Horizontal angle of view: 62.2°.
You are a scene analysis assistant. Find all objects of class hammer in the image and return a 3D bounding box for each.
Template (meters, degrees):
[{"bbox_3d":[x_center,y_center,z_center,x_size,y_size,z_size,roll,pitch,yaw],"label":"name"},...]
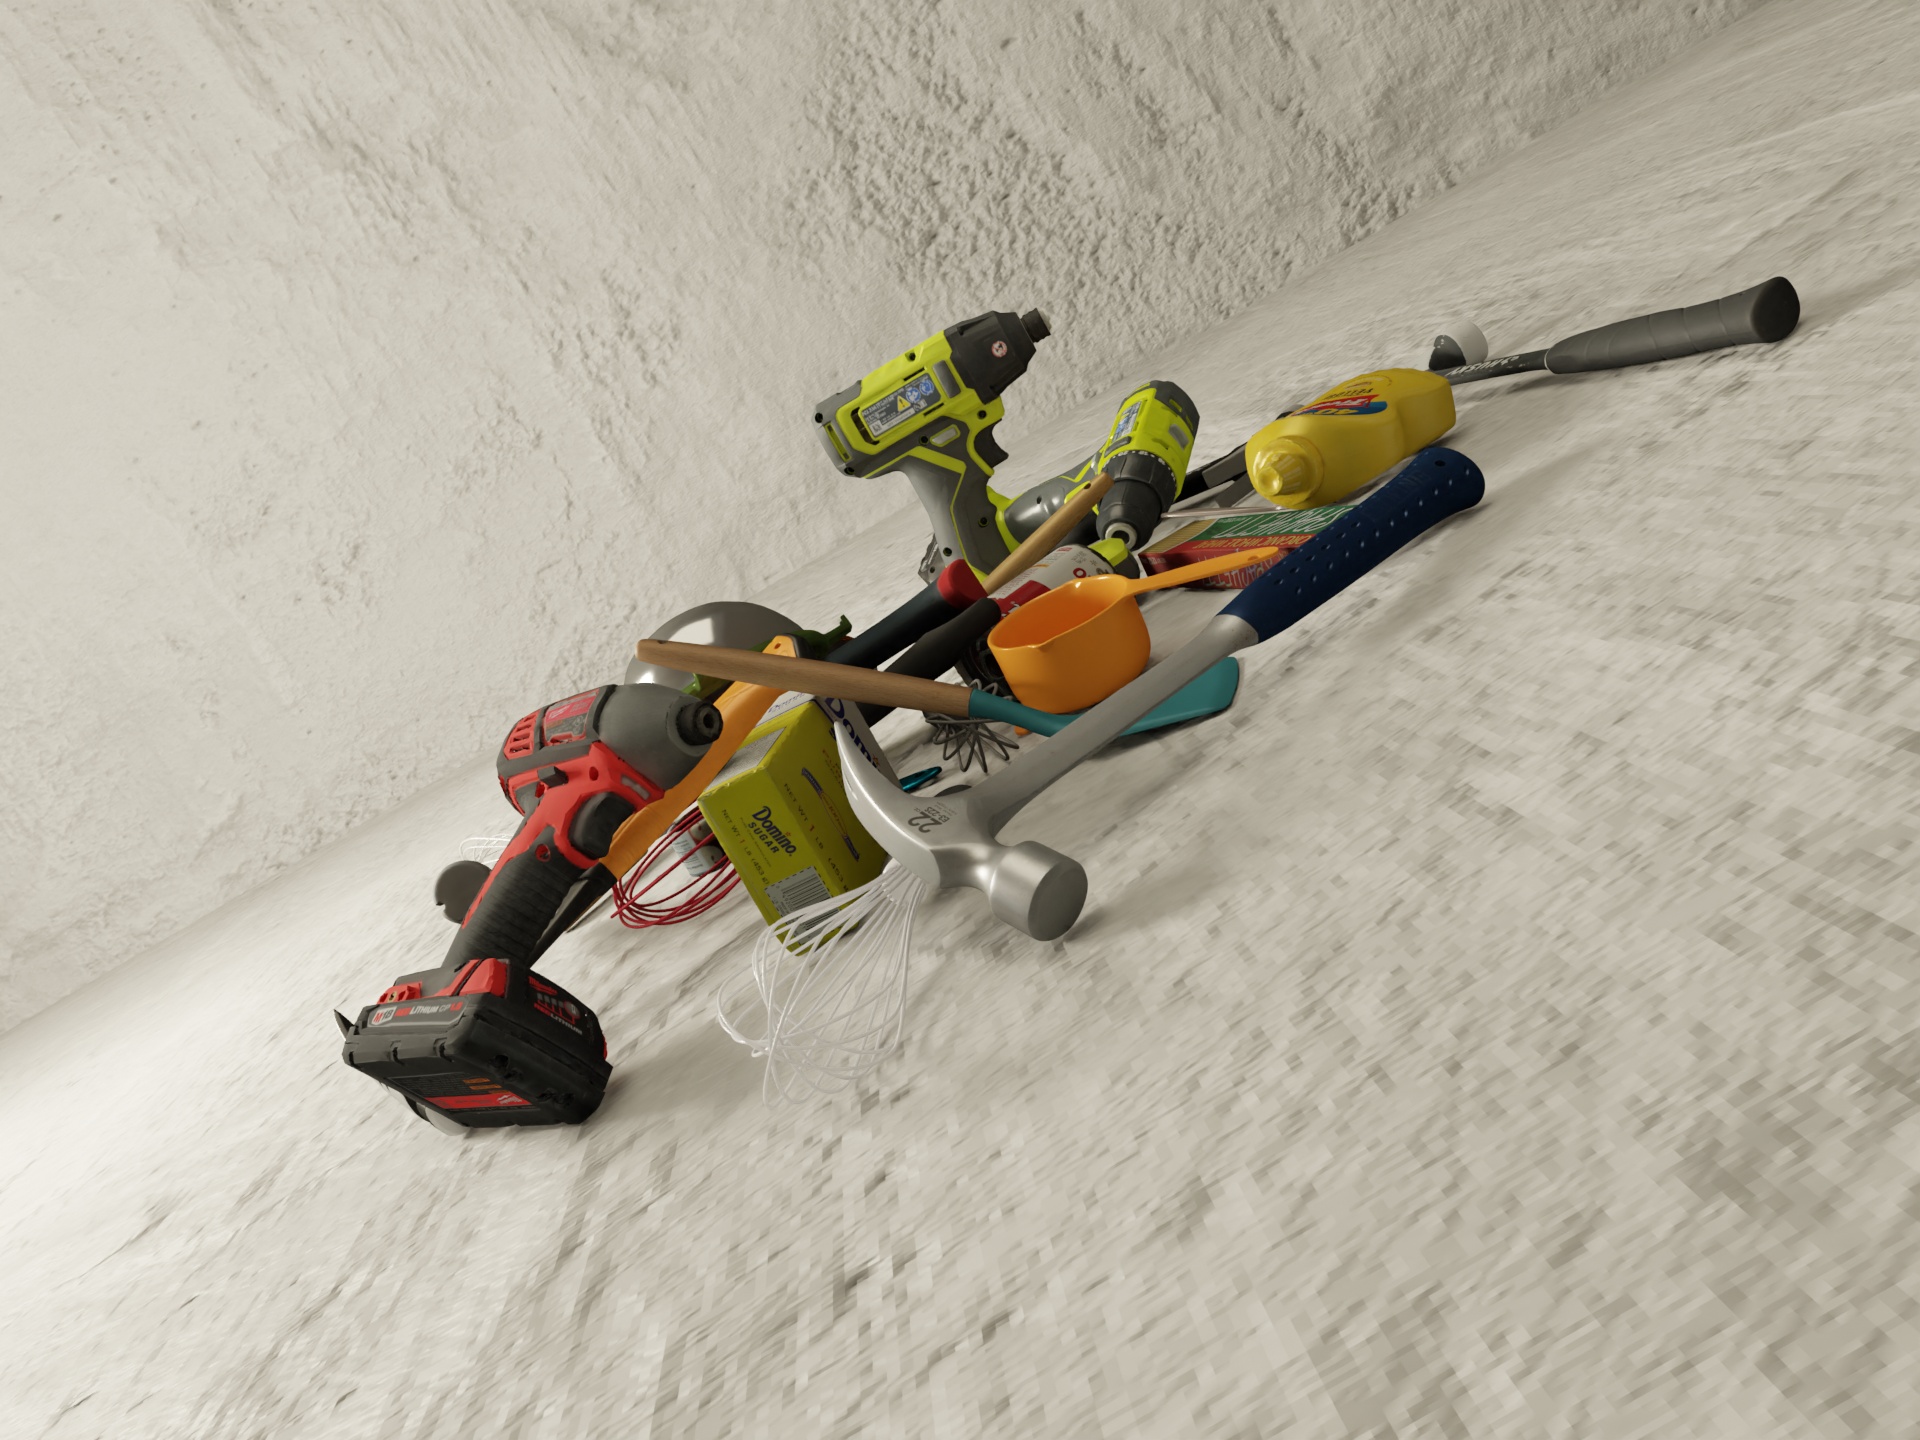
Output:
[{"bbox_3d":[-0.198,0.073,0.888,0.127,0.034,0.337,16,57,45],"label":"hammer"},{"bbox_3d":[0.136,-0.174,1.353,0.335,0.035,0.146,-20,15,42],"label":"hammer"},{"bbox_3d":[0.117,-0.040,0.746,0.144,0.035,0.405,25,45,38],"label":"hammer"},{"bbox_3d":[-0.150,0.016,1.024,0.386,0.038,0.143,-33,-6,-6],"label":"hammer"},{"bbox_3d":[0.372,-0.231,1.016,0.149,0.036,0.409,-33,12,-8],"label":"hammer"}]

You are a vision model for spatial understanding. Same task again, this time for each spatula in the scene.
[{"bbox_3d":[-0.018,-0.024,0.826,0.317,0.044,0.082,9,22,10],"label":"spatula"}]

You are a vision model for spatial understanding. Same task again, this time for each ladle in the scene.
[{"bbox_3d":[-0.016,-0.053,1.062,0.315,0.031,0.069,-43,39,9],"label":"ladle"}]

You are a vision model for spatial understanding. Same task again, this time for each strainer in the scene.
[{"bbox_3d":[-0.199,-0.010,1.067,0.256,0.069,0.151,-37,-8,36],"label":"strainer"}]

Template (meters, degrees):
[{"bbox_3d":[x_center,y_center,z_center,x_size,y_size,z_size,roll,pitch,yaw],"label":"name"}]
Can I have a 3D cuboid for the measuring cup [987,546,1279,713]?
[{"bbox_3d":[0.103,-0.052,0.898,0.173,0.052,0.095,-15,22,22],"label":"measuring cup"}]

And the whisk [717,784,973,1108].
[{"bbox_3d":[-0.031,0.079,0.674,0.070,0.070,0.284,-26,7,19],"label":"whisk"}]

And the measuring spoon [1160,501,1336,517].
[{"bbox_3d":[0.189,-0.147,1.060,0.124,0.018,0.034,-1,8,33],"label":"measuring spoon"}]

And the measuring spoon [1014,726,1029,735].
[{"bbox_3d":[0.066,-0.021,0.957,0.021,0.011,0.117,-4,30,40],"label":"measuring spoon"}]

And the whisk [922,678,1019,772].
[{"bbox_3d":[-0.001,-0.004,0.964,0.055,0.055,0.239,-31,7,-3],"label":"whisk"}]

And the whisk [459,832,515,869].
[{"bbox_3d":[-0.340,0.106,1.326,0.246,0.059,0.058,-15,31,38],"label":"whisk"}]

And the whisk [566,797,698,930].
[{"bbox_3d":[-0.229,0.077,1.187,0.047,0.051,0.245,-15,22,35],"label":"whisk"}]

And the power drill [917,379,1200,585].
[{"bbox_3d":[0.079,-0.157,1.246,0.228,0.080,0.191,-28,26,35],"label":"power drill"}]

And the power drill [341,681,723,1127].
[{"bbox_3d":[-0.194,0.078,0.768,0.143,0.078,0.220,-13,47,38],"label":"power drill"}]

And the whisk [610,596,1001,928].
[{"bbox_3d":[-0.094,0.023,0.945,0.296,0.073,0.073,-39,12,0],"label":"whisk"}]

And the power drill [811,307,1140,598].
[{"bbox_3d":[0.025,-0.158,1.091,0.171,0.223,0.080,-28,12,10],"label":"power drill"}]

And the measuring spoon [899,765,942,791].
[{"bbox_3d":[-0.060,0.040,0.971,0.128,0.021,0.042,-21,15,42],"label":"measuring spoon"}]
